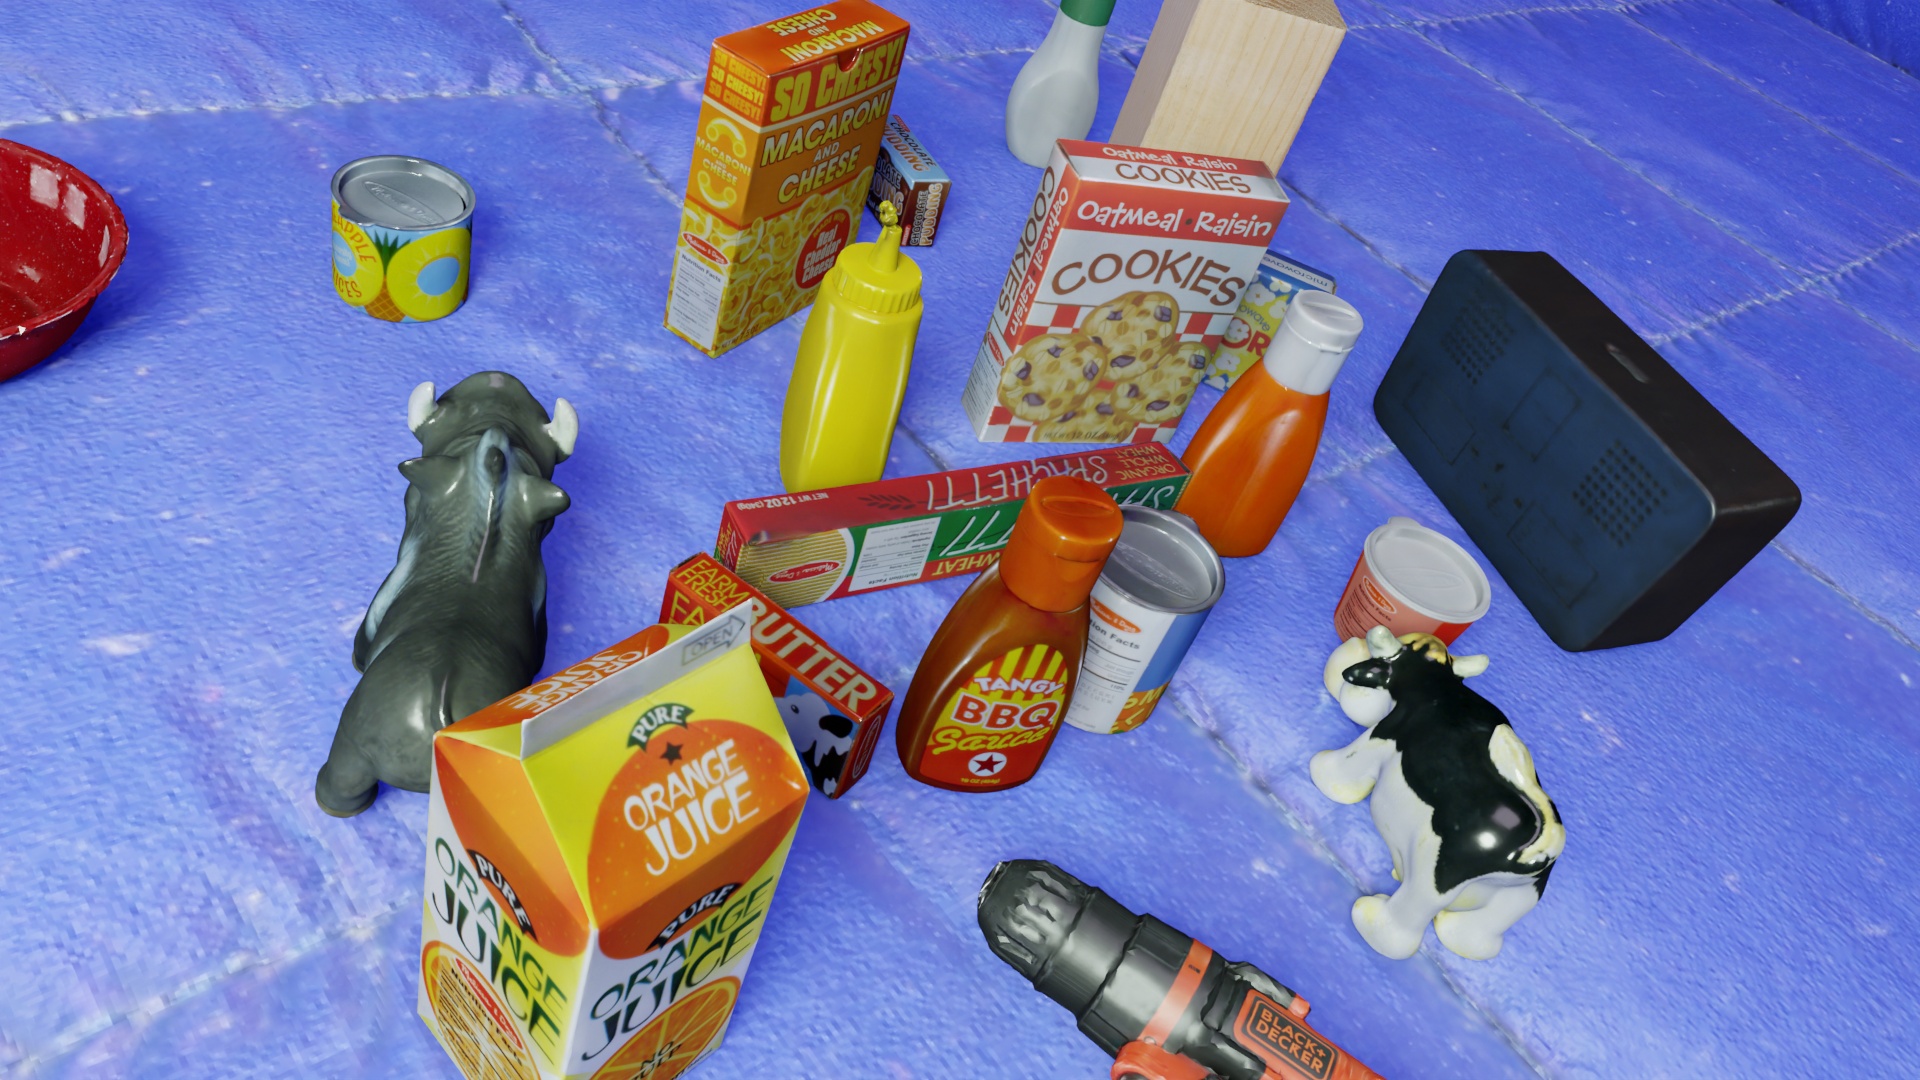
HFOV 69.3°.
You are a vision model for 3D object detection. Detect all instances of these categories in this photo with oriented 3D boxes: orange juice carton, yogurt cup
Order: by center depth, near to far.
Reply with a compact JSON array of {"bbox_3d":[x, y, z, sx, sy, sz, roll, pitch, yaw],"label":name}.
[{"bbox_3d":[-0.102,0.096,0.398,0.073,0.191,0.072,41,44,22],"label":"orange juice carton"},{"bbox_3d":[0.229,0.033,0.715,0.072,0.053,0.073,12,41,-11],"label":"yogurt cup"}]

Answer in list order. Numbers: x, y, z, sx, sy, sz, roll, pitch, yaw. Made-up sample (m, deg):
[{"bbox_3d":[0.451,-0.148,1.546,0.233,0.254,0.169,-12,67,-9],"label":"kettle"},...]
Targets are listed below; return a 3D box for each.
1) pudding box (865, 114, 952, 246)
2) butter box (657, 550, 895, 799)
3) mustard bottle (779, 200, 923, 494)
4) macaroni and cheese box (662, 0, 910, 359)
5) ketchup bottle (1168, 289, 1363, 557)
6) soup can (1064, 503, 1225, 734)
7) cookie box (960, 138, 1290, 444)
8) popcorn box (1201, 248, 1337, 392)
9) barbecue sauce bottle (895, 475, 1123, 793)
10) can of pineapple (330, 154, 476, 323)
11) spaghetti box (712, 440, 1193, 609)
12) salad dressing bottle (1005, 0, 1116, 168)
[{"bbox_3d":[-0.040,-0.232,0.893,0.030,0.049,0.084,-8,48,-30],"label":"pudding box"},{"bbox_3d":[-0.078,0.054,0.560,0.103,0.052,0.024,35,42,16],"label":"butter box"},{"bbox_3d":[-0.048,-0.085,0.644,0.049,0.159,0.065,2,44,-21],"label":"mustard bottle"},{"bbox_3d":[-0.092,-0.192,0.737,0.040,0.165,0.124,33,42,14],"label":"macaroni and cheese box"},{"bbox_3d":[0.156,-0.057,0.708,0.065,0.148,0.044,9,42,-15],"label":"ketchup bottle"},{"bbox_3d":[0.073,0.035,0.623,0.071,0.083,0.072,12,41,-11],"label":"soup can"},{"bbox_3d":[0.083,-0.127,0.740,0.123,0.166,0.040,-1,45,-24],"label":"cookie box"},{"bbox_3d":[0.153,-0.143,0.851,0.127,0.084,0.038,24,40,3],"label":"popcorn box"},{"bbox_3d":[0.021,0.040,0.546,0.065,0.147,0.044,5,43,-18],"label":"barbecue sauce bottle"},{"bbox_3d":[-0.280,-0.150,0.694,0.071,0.057,0.071,12,41,-11],"label":"can of pineapple"},{"bbox_3d":[0.002,-0.008,0.665,0.251,0.049,0.029,-10,49,-31],"label":"spaghetti box"},{"bbox_3d":[0.076,-0.338,0.983,0.064,0.146,0.044,8,42,-16],"label":"salad dressing bottle"}]
